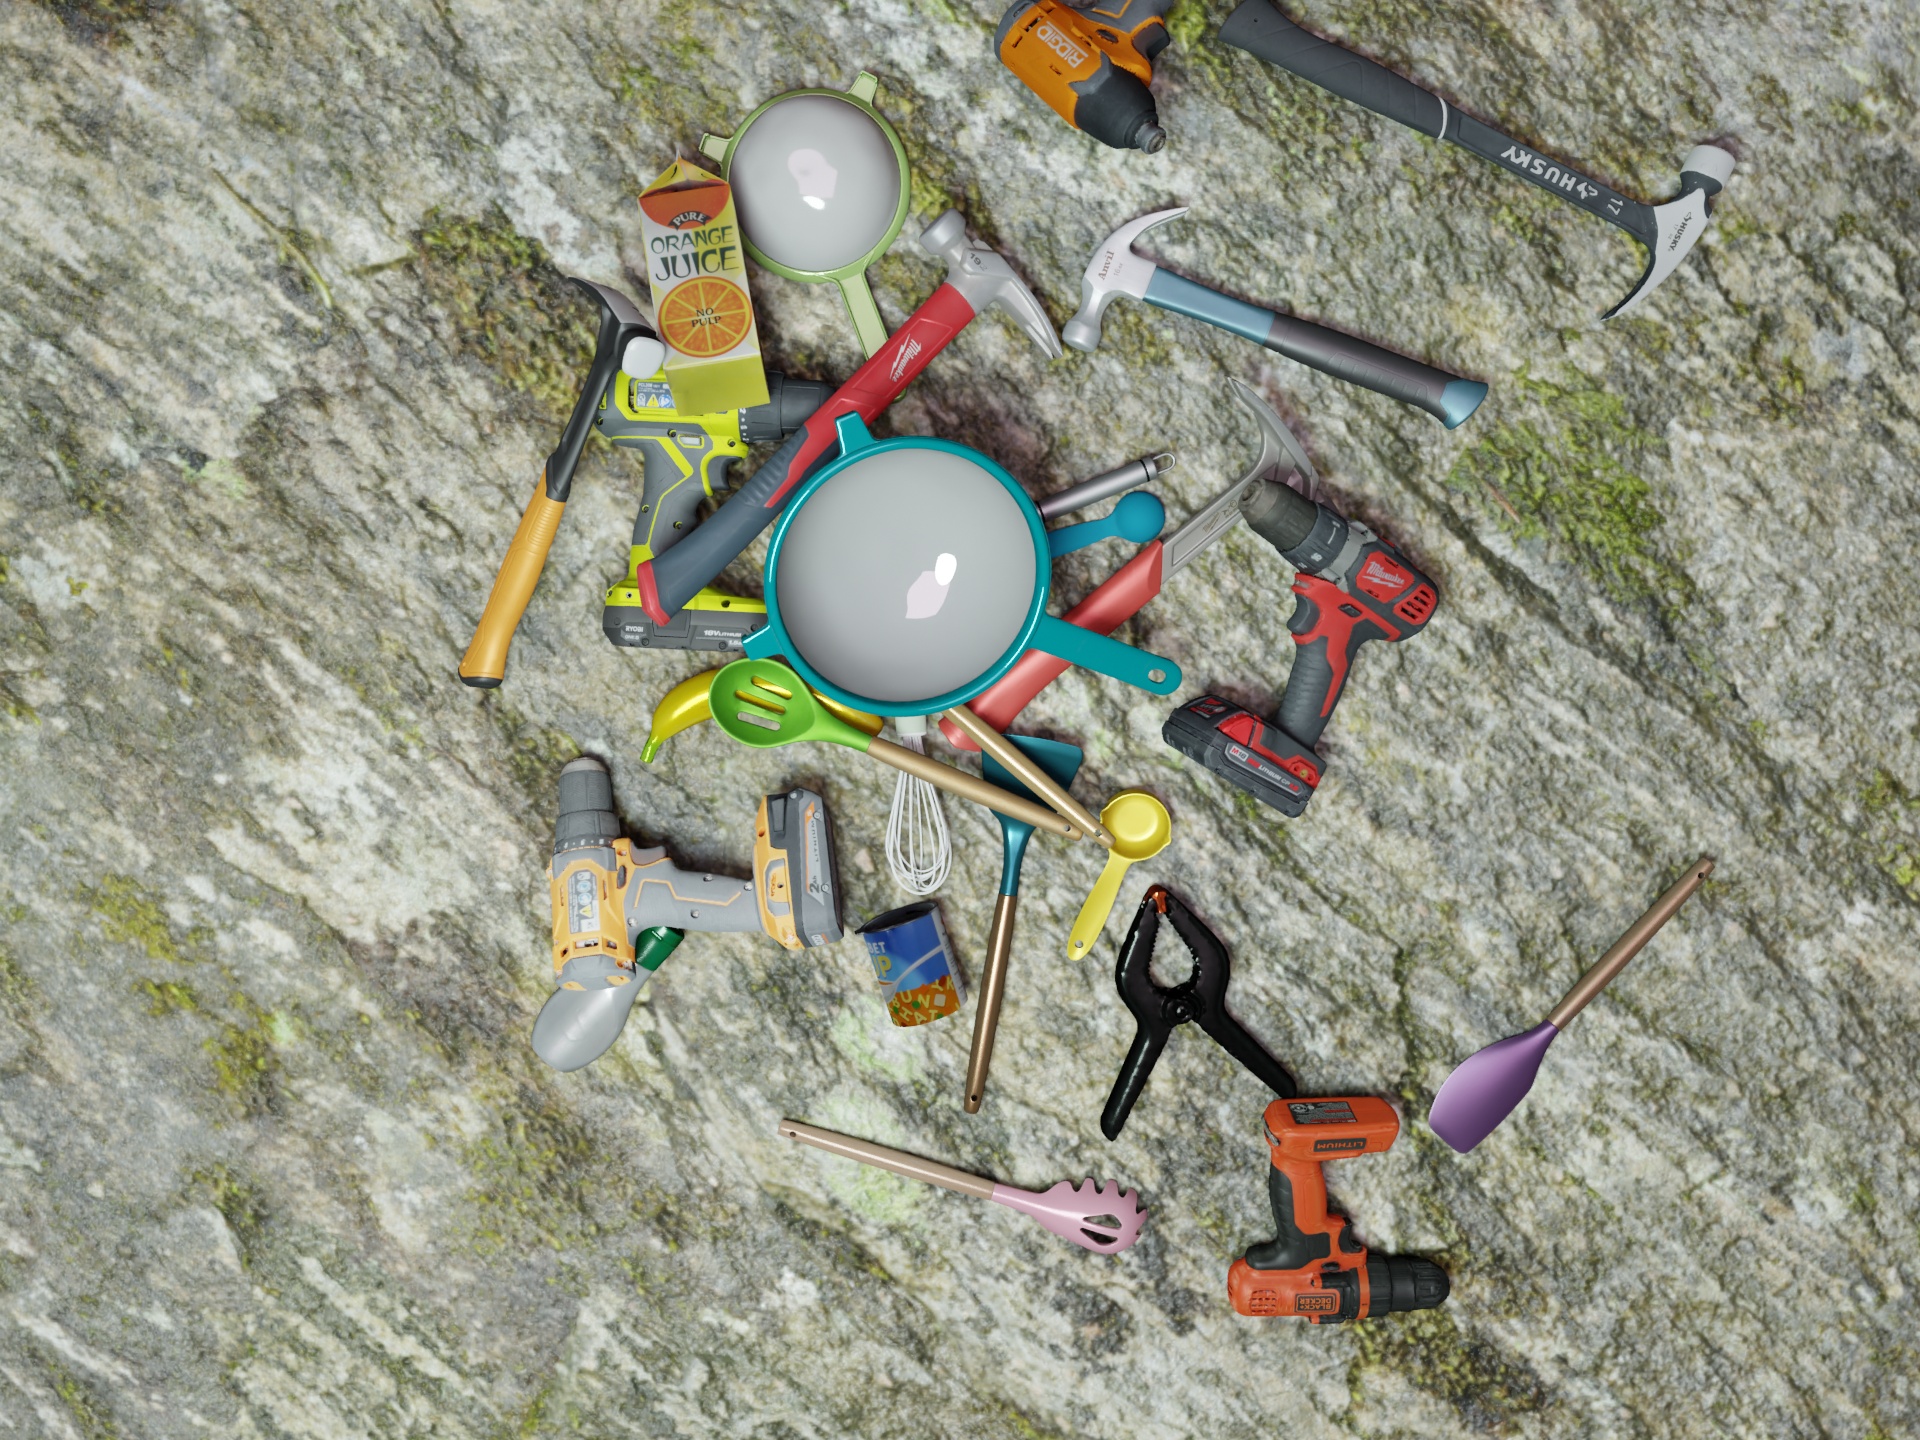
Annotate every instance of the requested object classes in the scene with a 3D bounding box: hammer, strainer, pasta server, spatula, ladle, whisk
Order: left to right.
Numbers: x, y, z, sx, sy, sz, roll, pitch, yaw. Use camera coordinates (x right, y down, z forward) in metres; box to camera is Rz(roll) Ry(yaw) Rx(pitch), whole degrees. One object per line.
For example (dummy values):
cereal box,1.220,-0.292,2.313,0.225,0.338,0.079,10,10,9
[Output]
hammer,-0.320,-0.170,1.222,0.034,0.127,0.336,8,121,-40
strainer,-0.096,-0.371,1.233,0.151,0.069,0.256,-21,93,2
hammer,-0.091,-0.207,1.211,0.386,0.038,0.143,-47,108,-9
whisk,-0.038,0.018,1.284,0.059,0.058,0.246,-5,93,-34
ladle,-0.002,-0.004,1.248,0.315,0.031,0.069,40,94,3
pasta server,0.001,0.381,1.324,0.316,0.040,0.060,16,95,3
strainer,0.011,-0.096,1.208,0.340,0.095,0.211,19,106,-21
spatula,0.033,0.168,1.292,0.082,0.044,0.317,9,94,-3
strainer,0.052,-0.160,1.266,0.258,0.050,0.087,-22,94,-2
hammer,0.123,-0.106,1.261,0.359,0.037,0.149,-39,111,6
hammer,0.256,-0.304,1.258,0.331,0.033,0.128,20,96,-2
hammer,0.389,-0.457,1.243,0.409,0.036,0.149,25,96,-2
spatula,0.505,0.231,1.312,0.060,0.018,0.316,42,95,-2

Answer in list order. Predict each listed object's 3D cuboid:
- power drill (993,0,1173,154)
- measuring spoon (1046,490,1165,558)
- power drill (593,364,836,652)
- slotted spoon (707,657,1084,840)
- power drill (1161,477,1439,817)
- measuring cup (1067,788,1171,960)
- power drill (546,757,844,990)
power drill,0.157,-0.534,1.192,0.226,0.084,0.164,-42,69,4
measuring spoon,0.103,-0.150,1.276,0.128,0.021,0.042,-18,95,0
power drill,-0.193,-0.169,1.250,0.190,0.080,0.228,3,92,0
slotted spoon,-0.049,0.031,1.249,0.313,0.031,0.070,23,88,-2
power drill,0.249,-0.060,1.235,0.187,0.080,0.226,30,93,-24
measuring cup,0.123,0.126,1.305,0.062,0.029,0.156,23,106,-2
power drill,-0.215,0.108,1.261,0.226,0.084,0.185,-8,70,0
